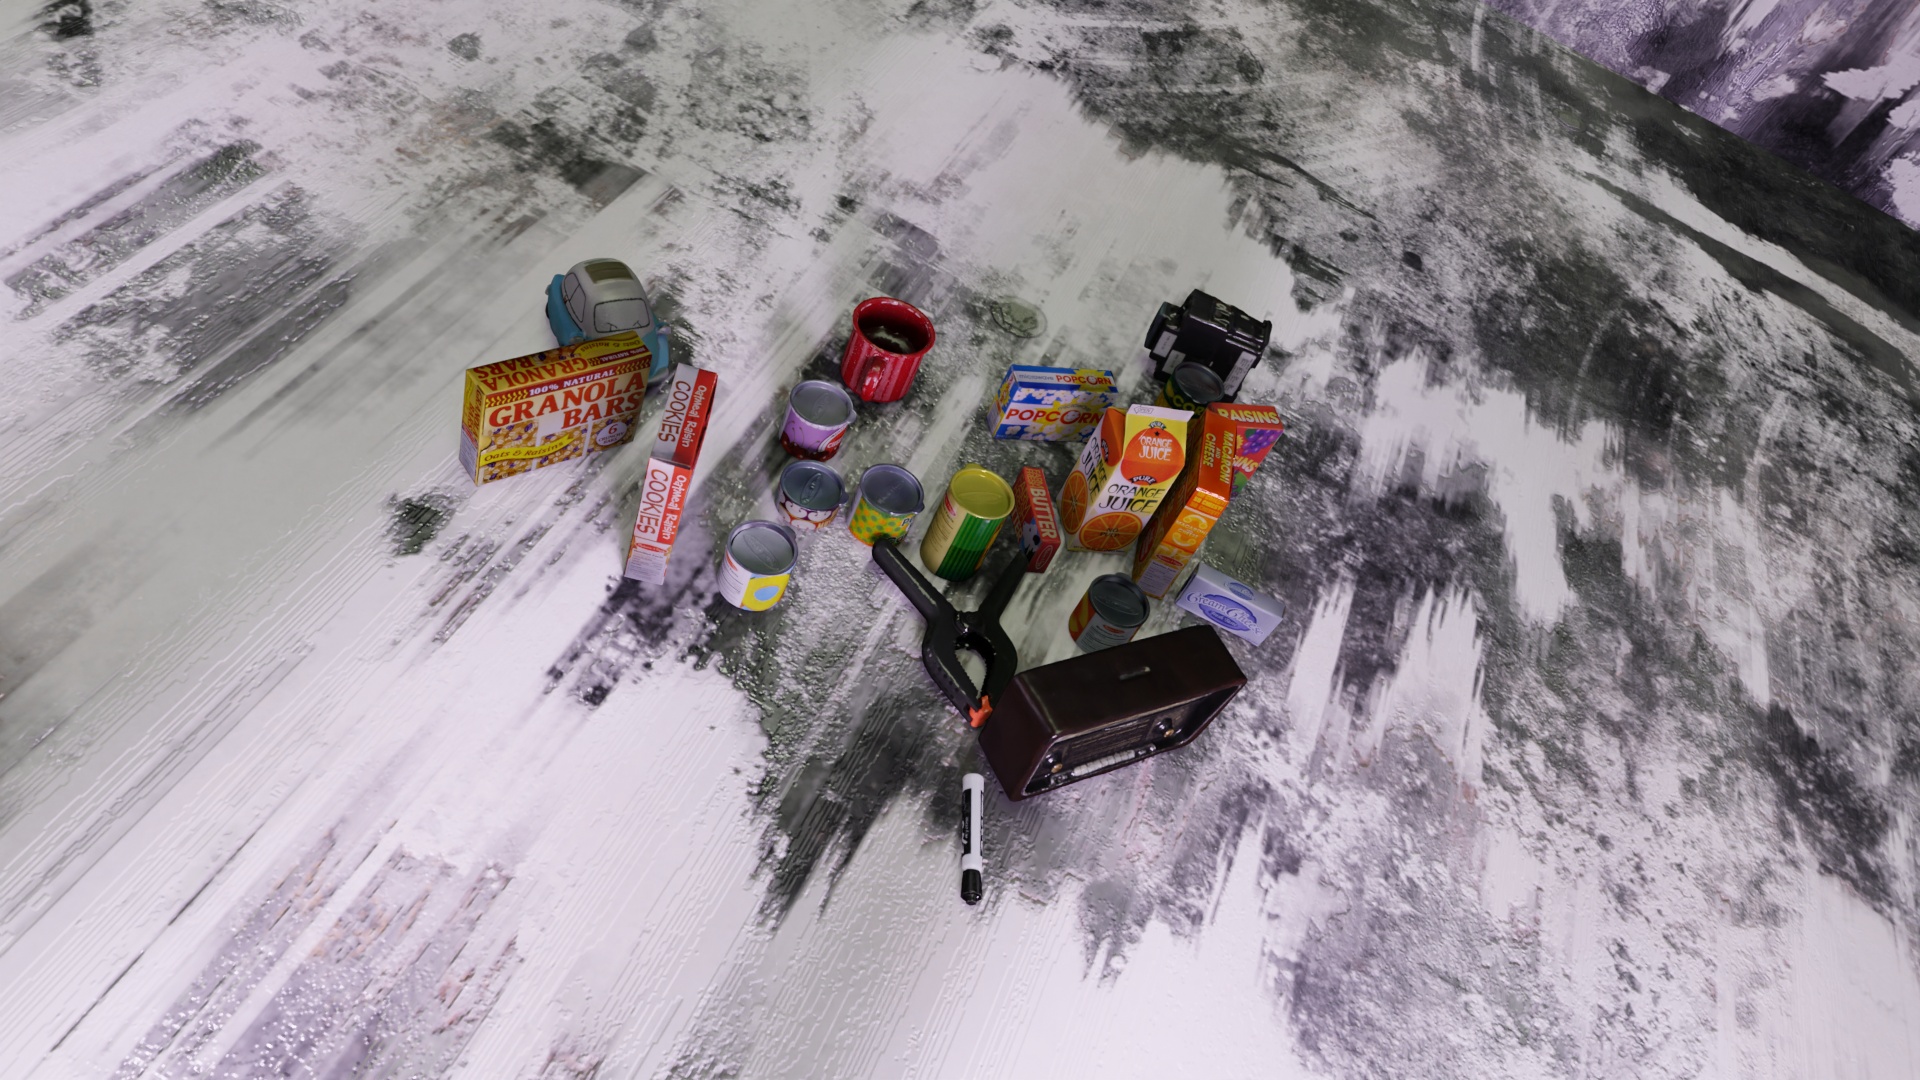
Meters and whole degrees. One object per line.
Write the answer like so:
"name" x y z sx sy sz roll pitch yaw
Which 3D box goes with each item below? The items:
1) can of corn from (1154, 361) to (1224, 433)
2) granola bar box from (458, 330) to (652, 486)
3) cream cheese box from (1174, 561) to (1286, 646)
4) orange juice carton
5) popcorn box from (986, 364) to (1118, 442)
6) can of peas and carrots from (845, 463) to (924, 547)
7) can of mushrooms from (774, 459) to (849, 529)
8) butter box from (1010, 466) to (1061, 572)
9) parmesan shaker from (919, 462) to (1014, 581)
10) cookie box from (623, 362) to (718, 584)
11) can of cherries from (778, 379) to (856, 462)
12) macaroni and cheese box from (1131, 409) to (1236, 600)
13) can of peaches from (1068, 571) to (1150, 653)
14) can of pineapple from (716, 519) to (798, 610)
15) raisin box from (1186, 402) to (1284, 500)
"can of corn" 0.272 -0.168 1.657 0.071 0.058 0.071 12 48 -14
"granola bar box" -0.376 -0.124 1.292 0.166 0.123 0.039 -22 63 -36
"cream cheese box" 0.283 0.068 1.462 0.104 0.053 0.024 27 46 0
"orange juice carton" 0.171 -0.072 1.438 0.072 0.191 0.073 6 50 -19
"popcorn box" 0.102 -0.152 1.551 0.127 0.084 0.038 1 52 -23
"can of peas and carrots" -0.074 -0.033 1.390 0.071 0.058 0.071 12 48 -14
"can of mushrooms" -0.149 -0.044 1.385 0.071 0.033 0.071 12 48 -14
"butter box" 0.076 -0.022 1.450 0.024 0.052 0.104 5 50 -20
"parmesan shaker" 0.005 -0.017 1.380 0.071 0.102 0.072 12 48 -14
"cookie box" -0.262 -0.059 1.256 0.040 0.166 0.123 15 47 -11
"can of cherries" -0.148 -0.122 1.435 0.071 0.058 0.072 12 48 -14
"macaroni and cheese box" 0.234 -0.036 1.452 0.040 0.165 0.124 21 46 -6
"can of peaches" 0.149 0.075 1.395 0.071 0.057 0.071 12 48 -14
"can of pineapple" -0.188 0.023 1.294 0.071 0.057 0.071 12 48 -14
"raisin box" 0.295 -0.099 1.563 0.086 0.122 0.040 2 51 -22
